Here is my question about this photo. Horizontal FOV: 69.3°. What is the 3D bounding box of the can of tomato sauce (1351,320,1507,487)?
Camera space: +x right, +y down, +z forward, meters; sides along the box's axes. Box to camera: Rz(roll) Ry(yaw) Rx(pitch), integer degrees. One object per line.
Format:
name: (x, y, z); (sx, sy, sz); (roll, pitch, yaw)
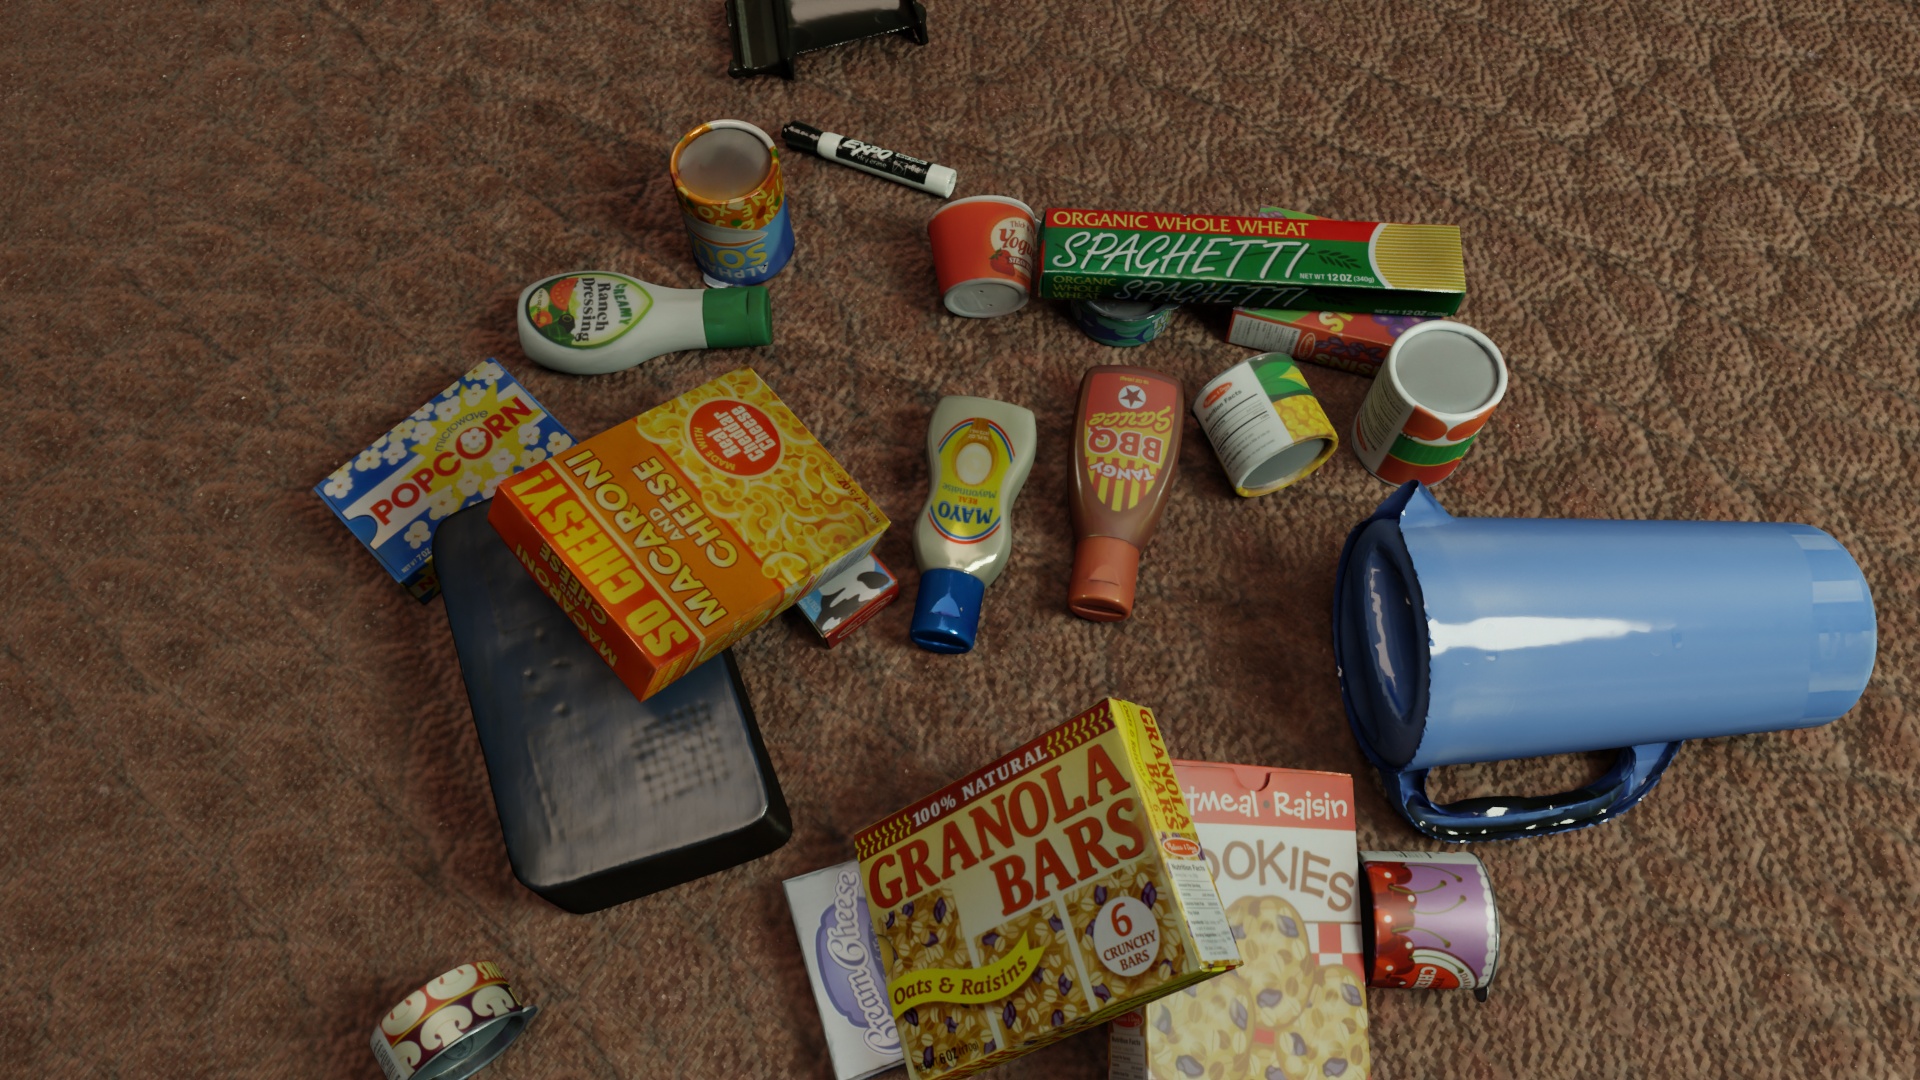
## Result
can of tomato sauce: (0.269, -0.078, 0.797); (0.071, 0.082, 0.071); (0, 65, 1)

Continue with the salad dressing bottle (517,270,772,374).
salad dressing bottle: (-0.191, -0.134, 0.847); (0.148, 0.043, 0.064); (-3, 67, -1)

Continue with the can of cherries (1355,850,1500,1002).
can of cherries: (0.225, 0.189, 0.682); (0.058, 0.071, 0.072); (1, 65, 1)

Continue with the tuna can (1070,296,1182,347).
tuna can: (0.104, -0.154, 0.861); (0.071, 0.032, 0.071); (0, 65, 0)

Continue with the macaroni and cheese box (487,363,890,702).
macaroni and cheese box: (-0.136, -0.009, 0.717); (0.124, 0.040, 0.167); (47, 48, 9)

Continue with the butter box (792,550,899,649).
butter box: (-0.087, 0.007, 0.792); (0.053, 0.024, 0.104); (-37, 70, -15)

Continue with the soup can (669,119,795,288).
soup can: (-0.141, -0.205, 0.859); (0.071, 0.083, 0.071); (0, 66, 0)

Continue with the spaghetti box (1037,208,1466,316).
spaghetti box: (0.170, -0.165, 0.825); (0.250, 0.028, 0.050); (3, 65, 2)

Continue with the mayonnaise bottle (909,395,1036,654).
mayonnaise bottle: (0.003, -0.010, 0.790); (0.065, 0.041, 0.149); (10, 65, 3)

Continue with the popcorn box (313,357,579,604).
popcorn box: (-0.291, -0.036, 0.805); (0.085, 0.038, 0.127); (42, 72, 16)

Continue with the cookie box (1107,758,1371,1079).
cookie box: (0.131, 0.192, 0.658); (0.123, 0.040, 0.168); (8, 72, -22)

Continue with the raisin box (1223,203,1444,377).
raisin box: (0.234, -0.151, 0.856); (0.123, 0.040, 0.086); (14, 65, 8)

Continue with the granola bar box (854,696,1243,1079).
granola bar box: (0.032, 0.163, 0.639); (0.165, 0.039, 0.124); (-33, 58, 28)

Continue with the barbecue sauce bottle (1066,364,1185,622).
barbecue sauce bottle: (0.090, -0.027, 0.797); (0.065, 0.043, 0.149); (10, 66, 4)

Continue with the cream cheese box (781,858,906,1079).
cream cheese box: (-0.050, 0.213, 0.695); (0.053, 0.024, 0.104); (-17, 66, -7)

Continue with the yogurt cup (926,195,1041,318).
yogurt cup: (0.014, -0.172, 0.855); (0.072, 0.072, 0.054); (-3, 73, -1)

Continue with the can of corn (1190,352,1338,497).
can of corn: (0.177, -0.066, 0.804); (0.071, 0.071, 0.058); (-20, 67, -9)

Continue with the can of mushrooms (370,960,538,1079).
can of mushrooms: (-0.242, 0.233, 0.664); (0.071, 0.070, 0.033); (-36, 69, -15)
